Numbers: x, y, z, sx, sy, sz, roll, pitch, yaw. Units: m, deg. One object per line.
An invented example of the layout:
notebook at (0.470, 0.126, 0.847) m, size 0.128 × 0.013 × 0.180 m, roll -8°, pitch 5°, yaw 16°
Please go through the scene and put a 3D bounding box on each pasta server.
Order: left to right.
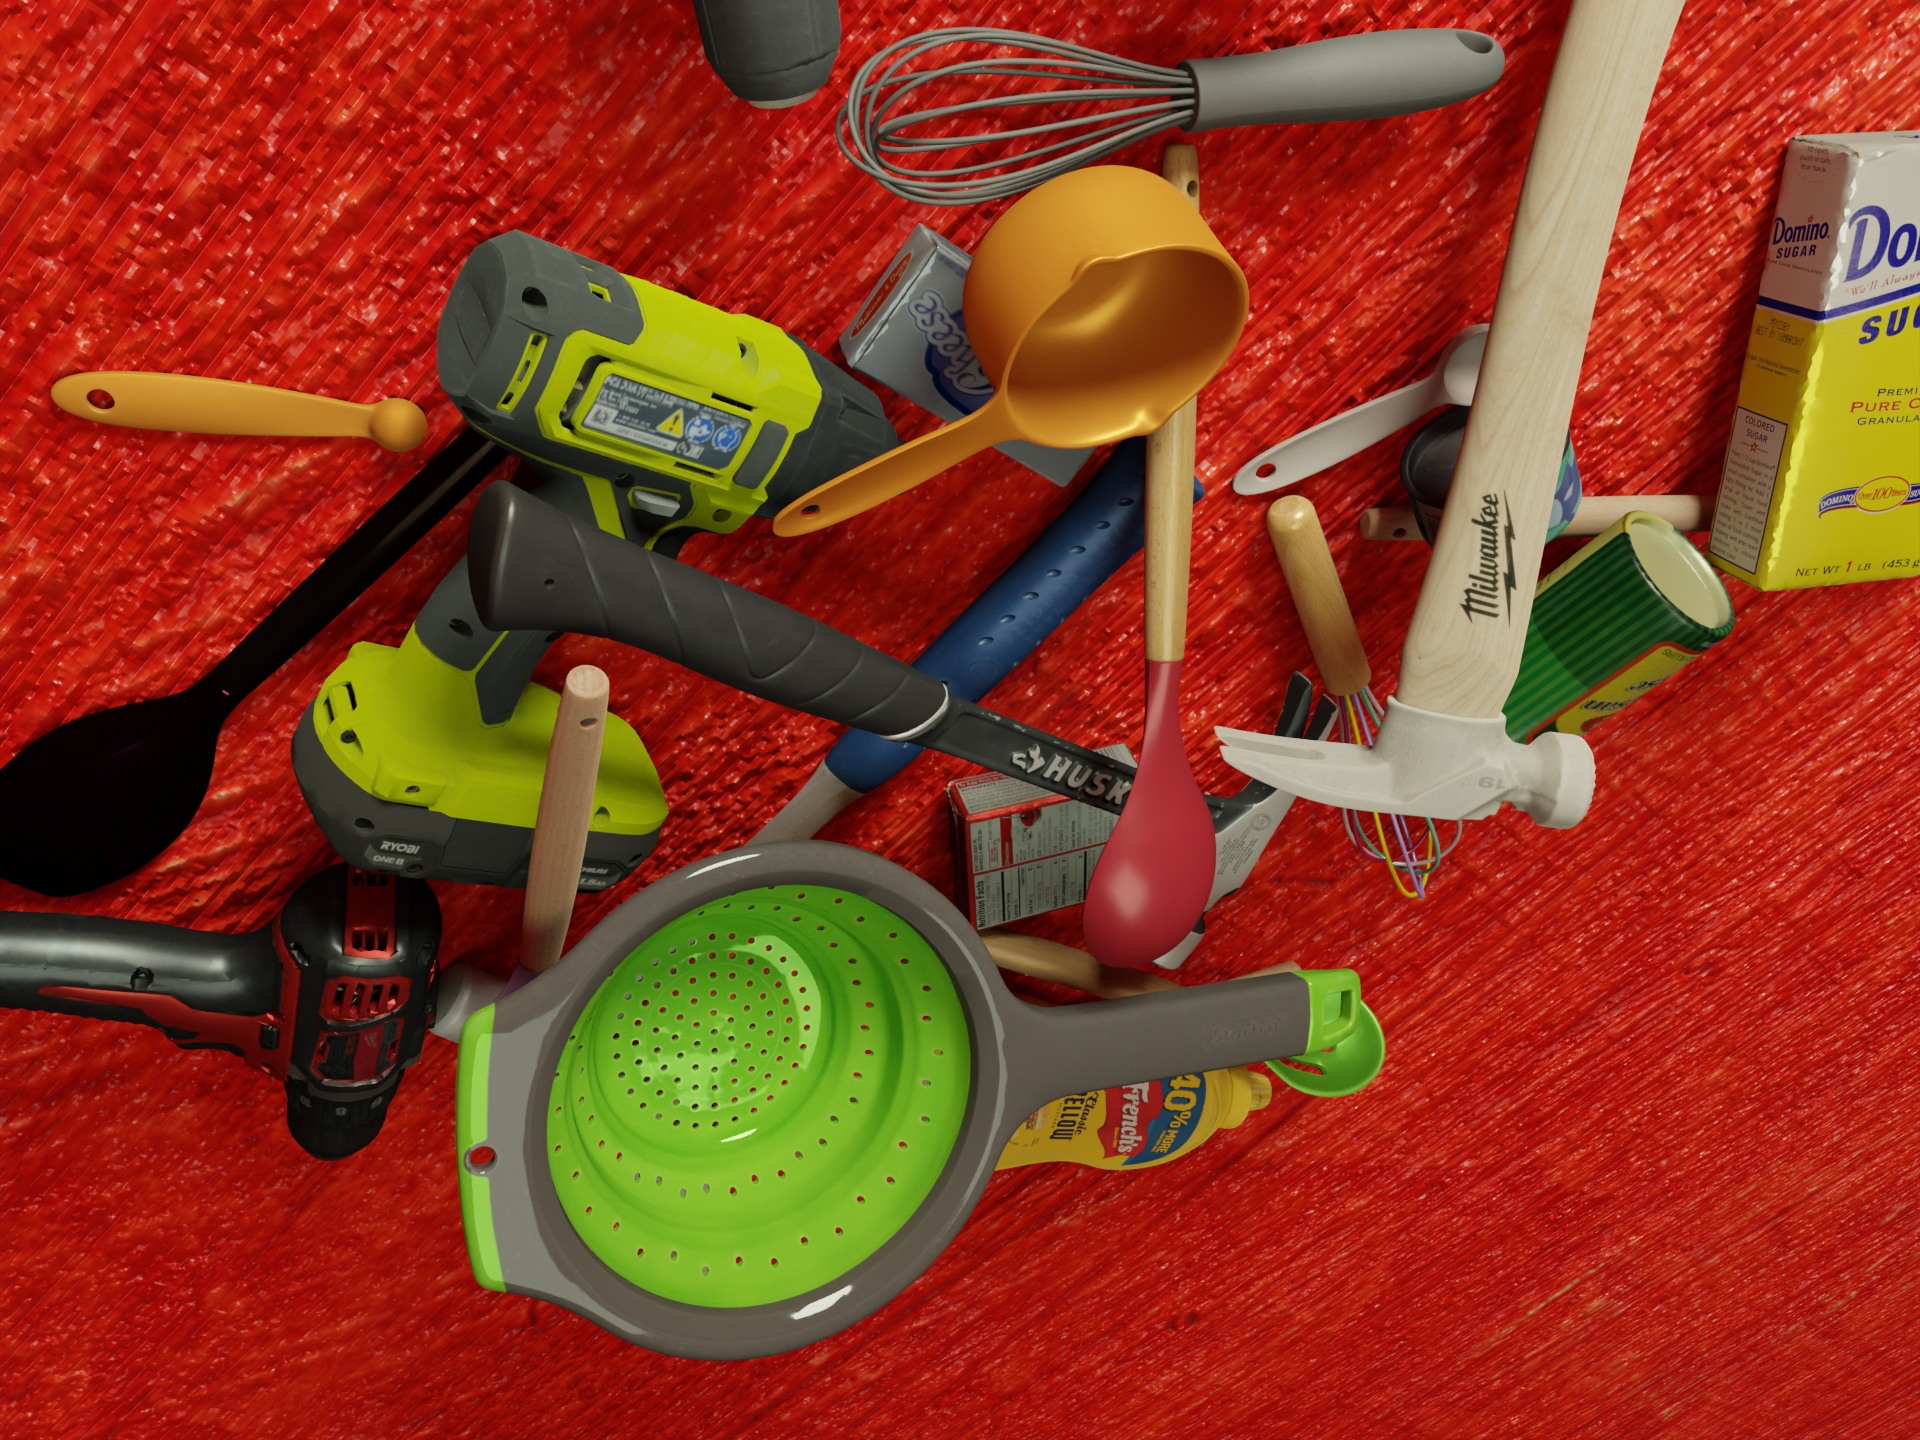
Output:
pasta server at (0.326, -0.096, 0.708) m, size 0.316 × 0.040 × 0.060 m, roll -3°, pitch 129°, yaw -10°

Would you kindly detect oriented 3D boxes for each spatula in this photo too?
spatula at (-0.154, 0.077, 0.600) m, size 0.059 × 0.018 × 0.315 m, roll -12°, pitch 150°, yaw -26°

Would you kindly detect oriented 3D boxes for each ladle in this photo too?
ladle at (0.077, -0.049, 0.597) m, size 0.069 × 0.031 × 0.315 m, roll -12°, pitch 110°, yaw -37°

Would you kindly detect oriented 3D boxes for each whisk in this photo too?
whisk at (0.075, -0.209, 0.529) m, size 0.239 × 0.055 × 0.055 m, roll -11°, pitch 130°, yaw -14°
whisk at (0.183, -0.006, 0.731) m, size 0.047 × 0.051 × 0.244 m, roll -39°, pitch 127°, yaw -12°

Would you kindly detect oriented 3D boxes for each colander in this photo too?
colander at (-0.013, 0.135, 0.675) m, size 0.397 × 0.094 × 0.204 m, roll -4°, pitch 100°, yaw -24°

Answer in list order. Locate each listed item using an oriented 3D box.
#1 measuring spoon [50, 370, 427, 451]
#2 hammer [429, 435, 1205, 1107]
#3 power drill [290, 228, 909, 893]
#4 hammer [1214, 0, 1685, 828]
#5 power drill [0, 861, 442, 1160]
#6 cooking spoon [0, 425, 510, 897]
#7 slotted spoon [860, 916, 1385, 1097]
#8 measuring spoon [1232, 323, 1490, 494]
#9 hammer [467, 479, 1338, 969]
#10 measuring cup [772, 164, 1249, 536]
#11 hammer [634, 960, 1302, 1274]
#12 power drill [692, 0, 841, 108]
measuring spoon at (-0.241, -0.103, 0.535) m, size 0.117 × 0.011 × 0.021 m, roll 2°, pitch 127°, yaw -19°
hammer at (-0.052, 0.033, 0.687) m, size 0.405 × 0.035 × 0.144 m, roll -43°, pitch 127°, yaw 18°
power drill at (-0.127, -0.044, 0.567) m, size 0.171 × 0.080 × 0.223 m, roll 13°, pitch 123°, yaw -40°
hammer at (0.198, -0.154, 0.558) m, size 0.146 × 0.038 × 0.410 m, roll 7°, pitch 113°, yaw -3°
power drill at (-0.334, 0.127, 0.649) m, size 0.226 × 0.080 × 0.187 m, roll 4°, pitch 137°, yaw -24°
cooking spoon at (-0.253, -0.030, 0.586) m, size 0.319 × 0.017 × 0.068 m, roll -38°, pitch 132°, yaw 15°
slotted spoon at (0.088, 0.132, 0.800) m, size 0.313 × 0.070 × 0.031 m, roll 20°, pitch 143°, yaw -25°
measuring spoon at (0.166, -0.125, 0.644) m, size 0.124 × 0.018 × 0.034 m, roll -26°, pitch 131°, yaw 13°
hammer at (-0.001, -0.002, 0.606) m, size 0.408 × 0.036 × 0.149 m, roll 22°, pitch 109°, yaw -42°
measuring cup at (0.007, -0.119, 0.529) m, size 0.173 × 0.052 × 0.095 m, roll -26°, pitch 152°, yaw 8°
hammer at (0.003, 0.169, 0.748) m, size 0.331 × 0.031 × 0.130 m, roll -15°, pitch 121°, yaw -1°
power drill at (0.013, -0.280, 0.430) m, size 0.228 × 0.080 × 0.190 m, roll -12°, pitch 130°, yaw -4°
